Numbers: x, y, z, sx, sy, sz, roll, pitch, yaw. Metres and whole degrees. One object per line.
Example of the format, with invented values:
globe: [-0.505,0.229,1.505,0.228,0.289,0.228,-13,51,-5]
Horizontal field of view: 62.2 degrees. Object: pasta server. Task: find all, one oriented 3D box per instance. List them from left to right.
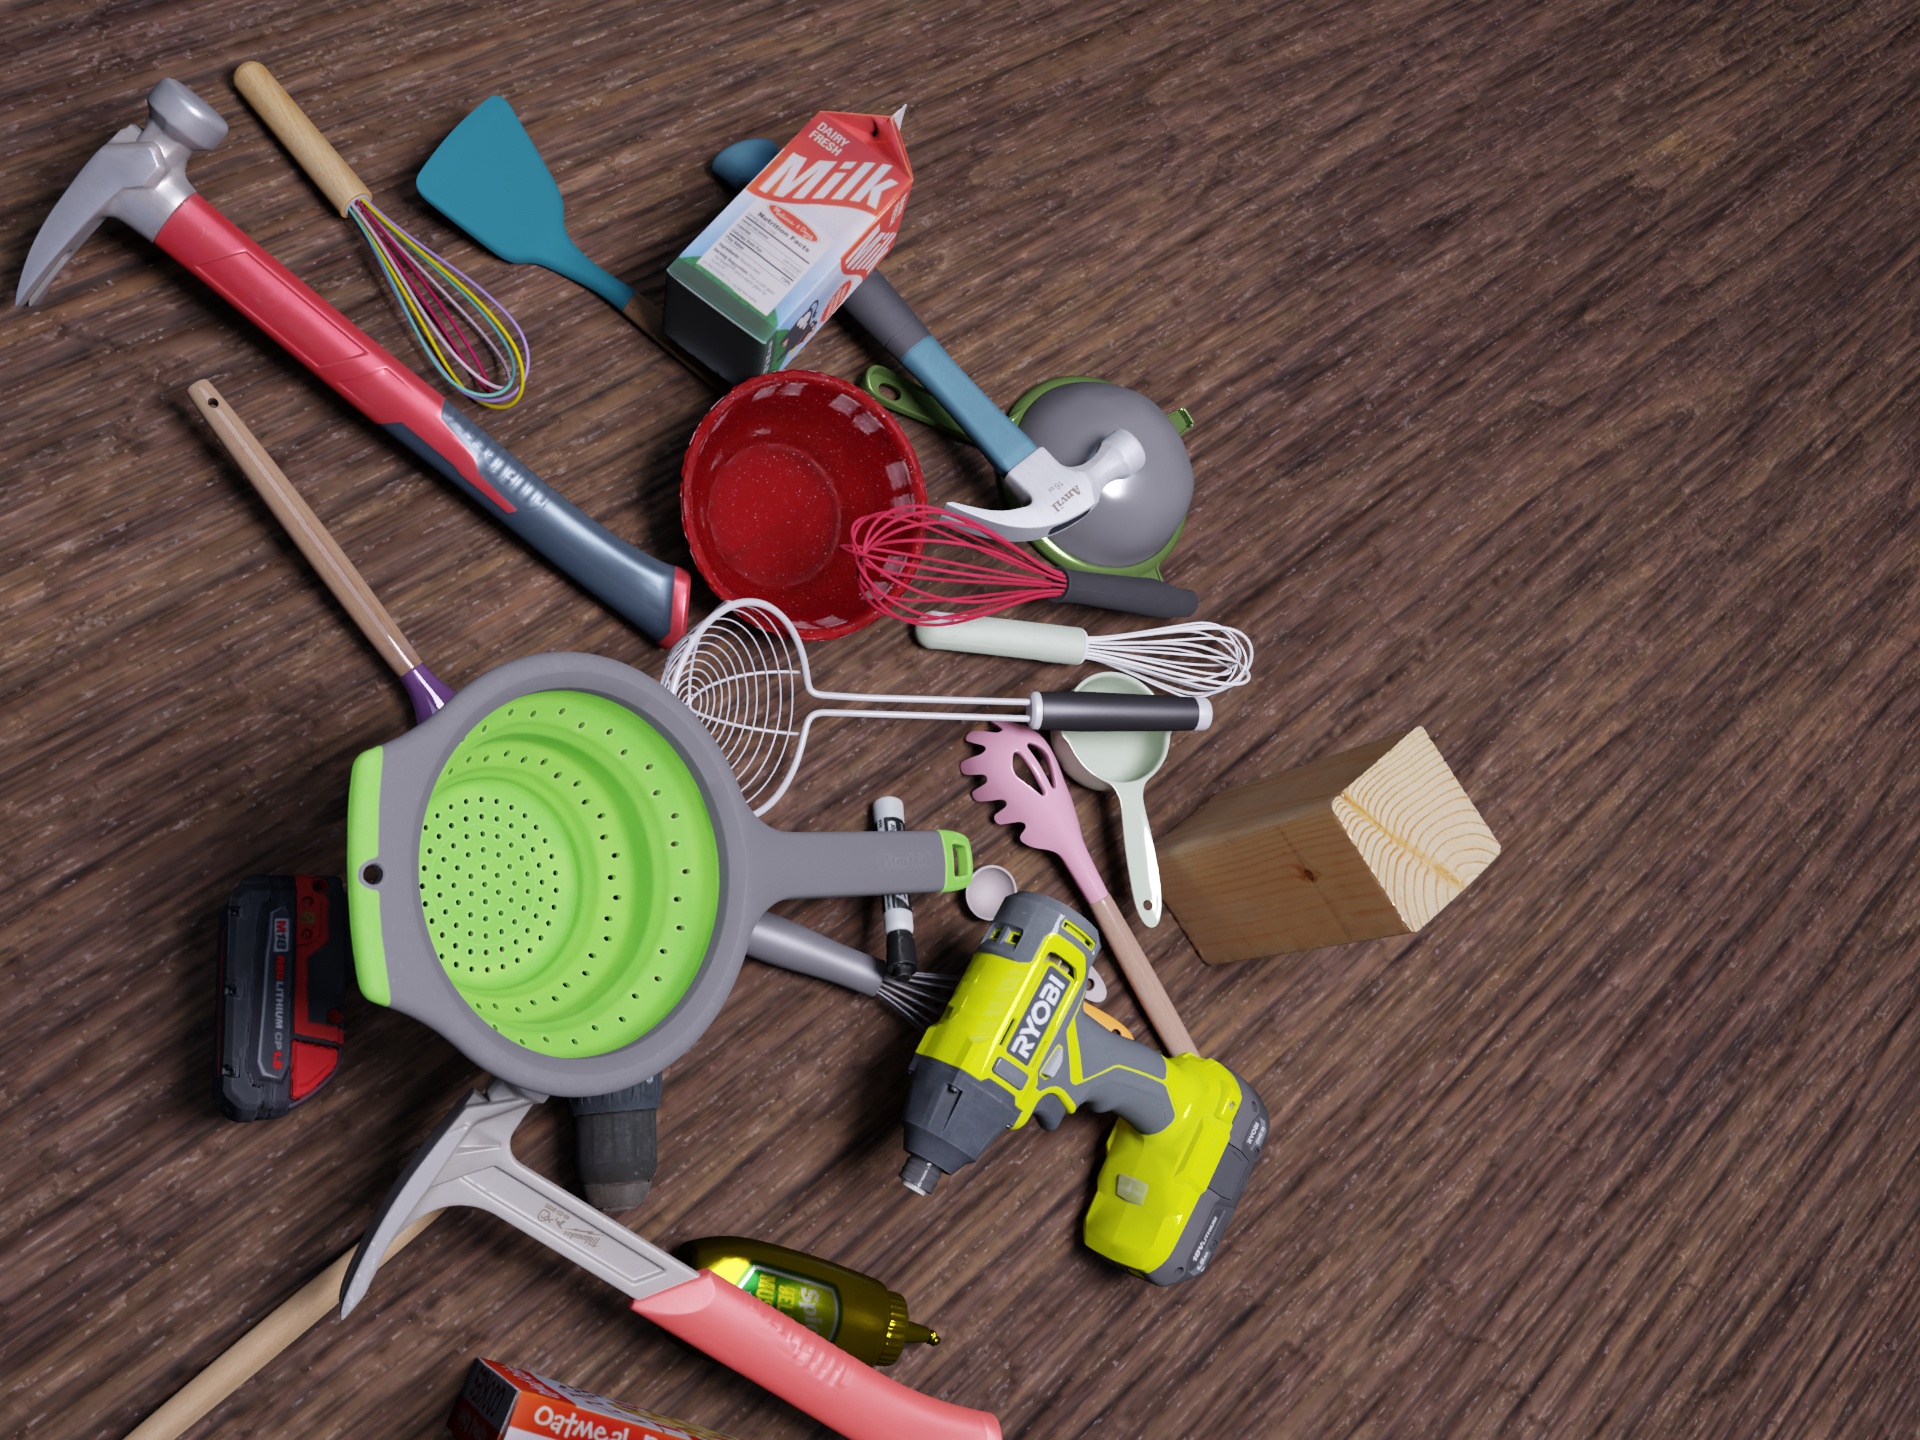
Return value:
pasta server: [0.098,0.138,1.021,0.060,0.040,0.316,-32,95,-29]

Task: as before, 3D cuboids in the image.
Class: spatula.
spatula: [-0.315,-0.047,0.861,0.060,0.018,0.316,-39,101,-26]
spatula: [-0.181,-0.243,0.977,0.317,0.044,0.082,37,67,-14]

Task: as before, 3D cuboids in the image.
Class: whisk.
whisk: [-0.336,-0.277,0.916,0.051,0.047,0.245,-40,91,-27]
whisk: [-0.051,0.155,0.935,0.239,0.055,0.055,24,68,-14]
whisk: [0.047,-0.087,0.995,0.295,0.073,0.073,4,75,-41]
whisk: [0.086,-0.048,1.055,0.246,0.059,0.058,5,38,-20]

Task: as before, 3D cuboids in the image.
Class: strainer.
strainer: [0.059,-0.191,1.062,0.256,0.069,0.152,19,69,-22]

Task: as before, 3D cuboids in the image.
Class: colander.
colander: [-0.150,0.079,0.823,0.396,0.094,0.204,5,78,-49]

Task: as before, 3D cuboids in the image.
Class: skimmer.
skimmer: [-0.001,-0.003,0.941,0.363,0.090,0.127,1,96,-20]

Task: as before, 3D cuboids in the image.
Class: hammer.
hammer: [-0.314,-0.159,0.880,0.386,0.038,0.143,41,97,-19]
hammer: [-0.124,0.314,0.807,0.358,0.037,0.149,39,78,-17]
hammer: [-0.036,-0.248,1.021,0.128,0.033,0.331,-41,85,-16]

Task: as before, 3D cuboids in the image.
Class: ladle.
ladle: [-0.361,0.322,0.736,0.320,0.062,0.078,-39,93,-31]

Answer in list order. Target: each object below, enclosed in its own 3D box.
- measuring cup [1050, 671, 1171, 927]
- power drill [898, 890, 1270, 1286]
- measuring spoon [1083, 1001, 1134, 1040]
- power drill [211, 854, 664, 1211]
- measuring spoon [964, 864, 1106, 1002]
measuring cup: [0.102,0.053,1.035,0.083,0.038,0.168,-4,78,-24]
power drill: [0.068,0.226,0.914,0.223,0.080,0.171,41,68,-30]
measuring spoon: [0.063,0.179,0.999,0.116,0.011,0.021,31,66,-15]
power drill: [-0.257,0.162,0.818,0.226,0.080,0.188,3,75,-28]
measuring spoon: [0.047,0.137,1.005,0.124,0.018,0.034,44,74,-16]
